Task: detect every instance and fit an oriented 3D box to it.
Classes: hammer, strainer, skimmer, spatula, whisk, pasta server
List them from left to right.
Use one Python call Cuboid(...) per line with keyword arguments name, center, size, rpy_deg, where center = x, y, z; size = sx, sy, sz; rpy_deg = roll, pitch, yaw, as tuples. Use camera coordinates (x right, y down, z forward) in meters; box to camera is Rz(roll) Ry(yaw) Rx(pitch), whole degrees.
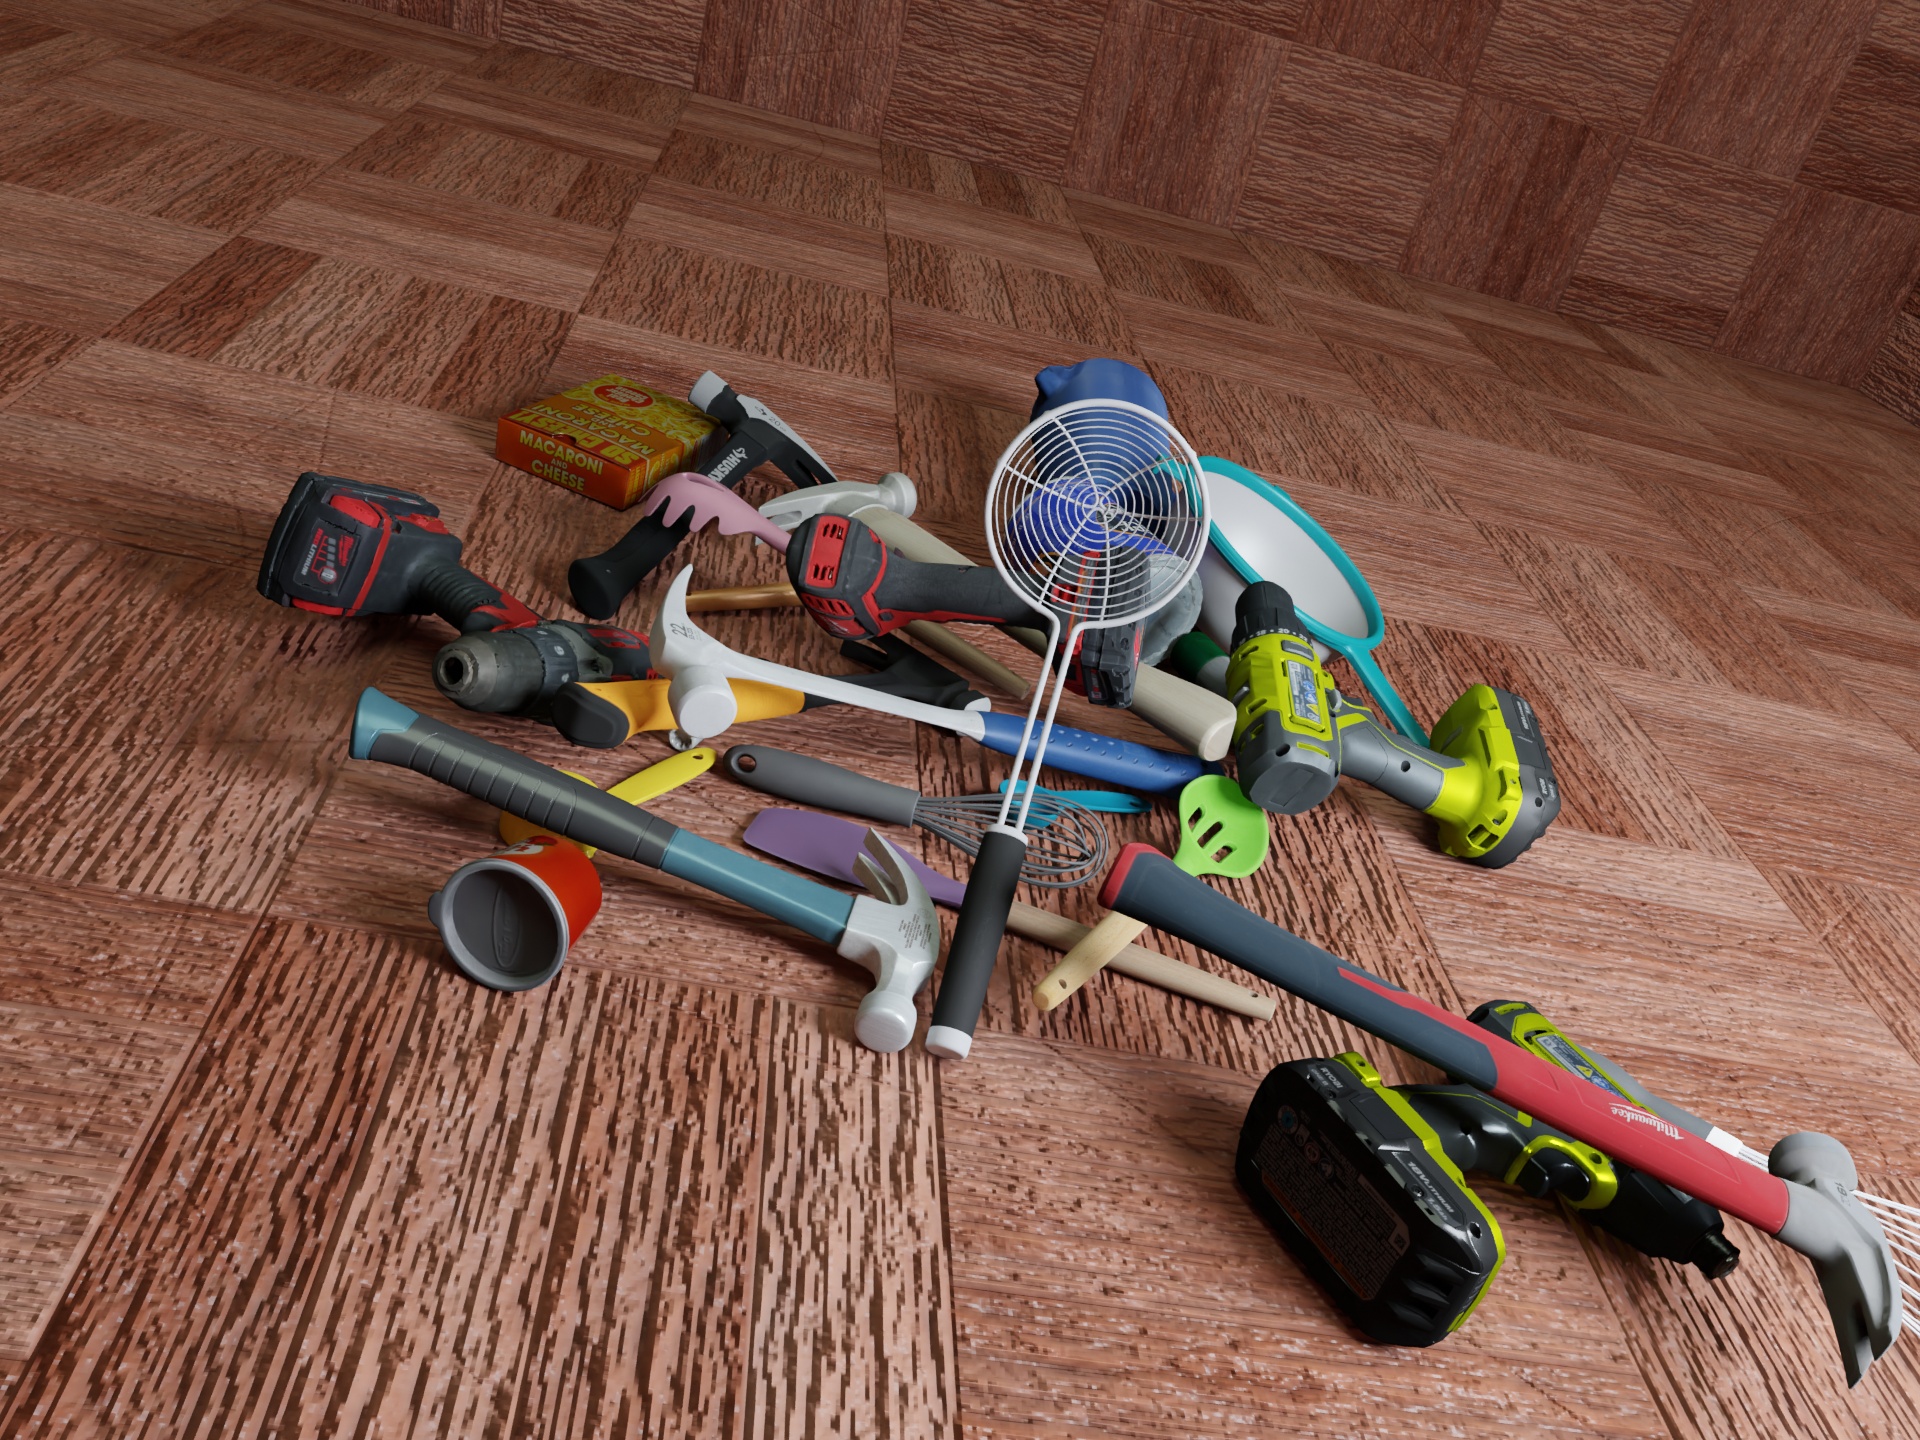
Cuboid(name="hammer", center=(-0.165, 0.062, 0.830), size=(0.331, 0.033, 0.128), rpy_deg=(23, 33, -2))
Cuboid(name="hammer", center=(-0.204, -0.163, 1.221), size=(0.146, 0.035, 0.335), rpy_deg=(37, 34, -6))
Cuboid(name="hammer", center=(-0.119, -0.020, 0.979), size=(0.127, 0.034, 0.336), rpy_deg=(33, 22, 27))
Cuboid(name="pasta server", center=(-0.089, -0.095, 1.120), size=(0.316, 0.040, 0.060), rpy_deg=(32, 21, 11))
Cuboid(name="spatula", center=(-0.069, -0.092, 1.209), size=(0.322, 0.041, 0.081), rpy_deg=(-7, 37, -29))
Cuboid(name="whisk", center=(-0.028, 0.050, 0.956), size=(0.239, 0.055, 0.055), rpy_deg=(14, 29, 4))
Cuboid(name="hammer", center=(-0.002, -0.003, 0.980), size=(0.405, 0.035, 0.144), rpy_deg=(14, 27, -31))
Cuboid(name="hammer", center=(0.024, -0.078, 1.135), size=(0.146, 0.038, 0.411), rpy_deg=(-19, 41, -39))
Cuboid(name="spatula", center=(0.027, 0.109, 0.909), size=(0.316, 0.018, 0.060), rpy_deg=(20, 28, 8))
Cuboid(name="skimmer", center=(0.042, -0.003, 0.845), size=(0.127, 0.090, 0.363), rpy_deg=(16, 64, 2))
Cuboid(name="strainer", center=(0.266, -0.061, 1.271), size=(0.211, 0.095, 0.341), rpy_deg=(3, 49, -48))
Cuboid(name="hammer", center=(0.240, 0.165, 0.744), size=(0.386, 0.038, 0.143), rpy_deg=(26, 26, 8))
Cuboid(name="whisk", center=(0.435, 0.248, 0.846), size=(0.285, 0.070, 0.070), rpy_deg=(30, 31, 32))

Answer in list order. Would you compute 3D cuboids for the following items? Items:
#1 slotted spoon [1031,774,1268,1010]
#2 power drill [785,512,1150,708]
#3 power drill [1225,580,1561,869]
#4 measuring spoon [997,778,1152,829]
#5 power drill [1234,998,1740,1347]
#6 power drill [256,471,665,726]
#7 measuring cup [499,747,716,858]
Cuboid(name="slotted spoon", center=(0.113, 0.100, 0.927), size=(0.070, 0.031, 0.314), rpy_deg=(53, 32, 5))
Cuboid(name="power drill", center=(0.006, -0.072, 1.012), size=(0.219, 0.078, 0.143), rpy_deg=(10, -12, 9))
Cuboid(name="power drill", center=(0.288, 0.000, 1.105), size=(0.228, 0.080, 0.191), rpy_deg=(19, 44, -15))
Cuboid(name="measuring spoon", center=(0.074, 0.059, 1.029), size=(0.128, 0.021, 0.042), rpy_deg=(5, 29, -38))
Cuboid(name="power drill", center=(0.263, 0.220, 0.781), size=(0.223, 0.080, 0.171), rpy_deg=(-1, 33, -34))
Cuboid(name="power drill", center=(-0.301, -0.063, 0.933), size=(0.227, 0.080, 0.188), rpy_deg=(28, 9, 16))
Cuboid(name="measuring cup", center=(-0.194, 0.034, 0.910), size=(0.062, 0.029, 0.156), rpy_deg=(31, 34, 24))
